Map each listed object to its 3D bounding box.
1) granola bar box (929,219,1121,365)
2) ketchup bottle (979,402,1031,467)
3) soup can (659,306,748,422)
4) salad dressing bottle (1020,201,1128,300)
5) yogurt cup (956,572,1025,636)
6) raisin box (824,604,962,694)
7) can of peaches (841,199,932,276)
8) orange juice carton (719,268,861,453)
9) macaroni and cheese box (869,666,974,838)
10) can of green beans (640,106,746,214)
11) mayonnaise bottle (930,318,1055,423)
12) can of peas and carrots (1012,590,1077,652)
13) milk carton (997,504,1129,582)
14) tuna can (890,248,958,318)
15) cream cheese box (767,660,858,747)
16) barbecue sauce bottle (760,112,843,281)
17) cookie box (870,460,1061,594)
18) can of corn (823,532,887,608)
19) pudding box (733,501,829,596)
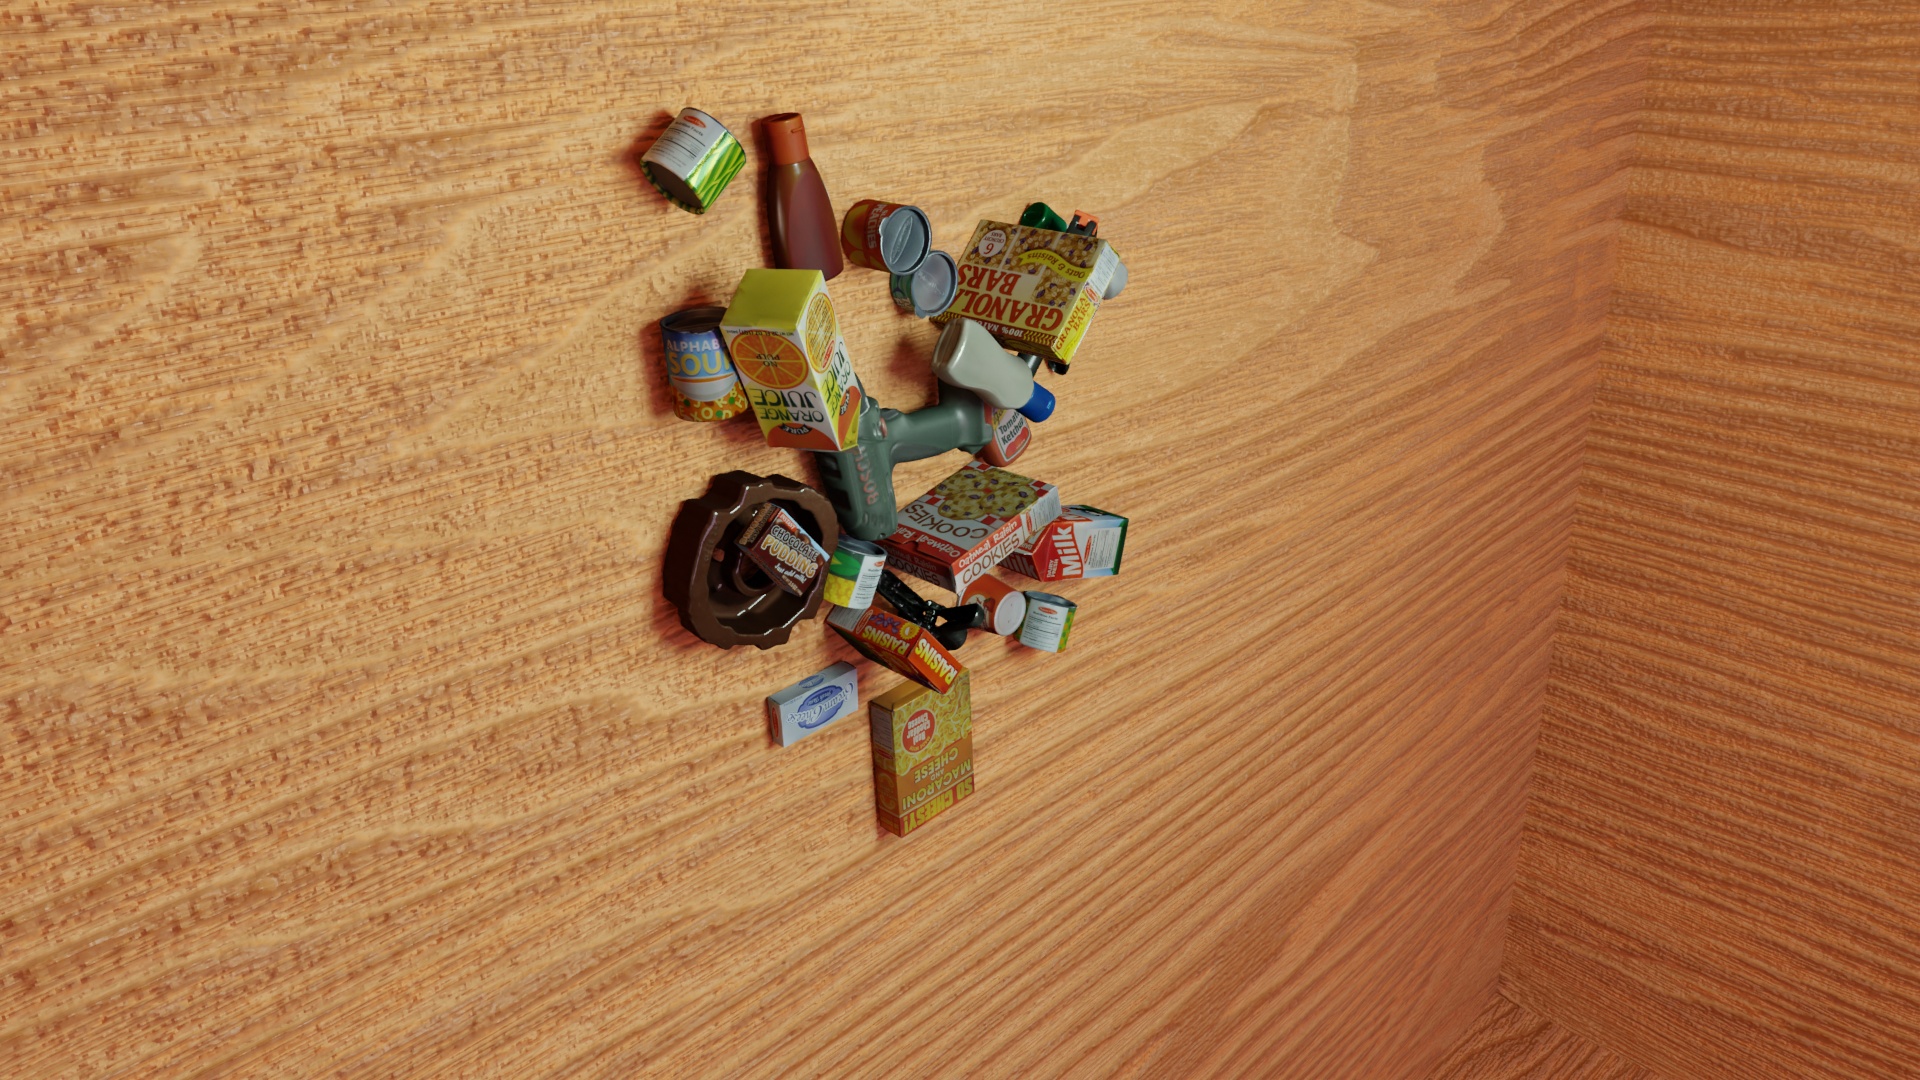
[{"bbox_3d":[0.064,-0.252,1.399,0.039,0.166,0.124,37,77,-49],"label":"granola bar box"},{"bbox_3d":[0.030,-0.152,1.496,0.065,0.043,0.148,-50,135,-28],"label":"ketchup bottle"},{"bbox_3d":[-0.220,-0.151,1.196,0.071,0.071,0.083,-27,124,-39],"label":"soup can"},{"bbox_3d":[0.125,-0.318,1.524,0.147,0.064,0.044,30,84,-42],"label":"salad dressing bottle"},{"bbox_3d":[0.038,0.076,1.587,0.073,0.054,0.072,-22,122,-42],"label":"yogurt cup"},{"bbox_3d":[-0.069,0.106,1.427,0.040,0.123,0.086,-57,139,-15],"label":"raisin box"},{"bbox_3d":[-0.072,-0.289,1.316,0.071,0.058,0.071,-21,121,-41],"label":"can of peaches"},{"bbox_3d":[-0.141,-0.143,1.223,0.191,0.072,0.073,75,25,-49],"label":"orange juice carton"},{"bbox_3d":[-0.041,0.235,1.574,0.124,0.040,0.165,-24,122,-41],"label":"macaroni and cheese box"},{"bbox_3d":[-0.219,-0.310,1.137,0.058,0.071,0.071,-56,138,-15],"label":"can of green beans"},{"bbox_3d":[0.036,-0.163,1.387,0.148,0.041,0.065,29,77,-41],"label":"mayonnaise bottle"},{"bbox_3d":[0.101,0.096,1.659,0.071,0.071,0.058,6,101,-49],"label":"can of peas and carrots"},{"bbox_3d":[0.109,0.002,1.624,0.191,0.072,0.073,-4,108,-48],"label":"milk carton"},{"bbox_3d":[-0.037,-0.256,1.386,0.071,0.033,0.070,-21,120,-42],"label":"tuna can"},{"bbox_3d":[-0.152,0.169,1.437,0.104,0.024,0.053,-24,124,-40],"label":"cream cheese box"},{"bbox_3d":[-0.145,-0.303,1.240,0.065,0.044,0.147,-33,127,-36],"label":"barbecue sauce bottle"},{"bbox_3d":[0.005,-0.018,1.459,0.168,0.123,0.040,-36,129,-33],"label":"cookie box"},{"bbox_3d":[-0.115,0.029,1.390,0.071,0.071,0.058,6,107,-49],"label":"can of corn"},{"bbox_3d":[-0.163,0.008,1.269,0.050,0.030,0.083,-55,137,-15],"label":"pudding box"}]
